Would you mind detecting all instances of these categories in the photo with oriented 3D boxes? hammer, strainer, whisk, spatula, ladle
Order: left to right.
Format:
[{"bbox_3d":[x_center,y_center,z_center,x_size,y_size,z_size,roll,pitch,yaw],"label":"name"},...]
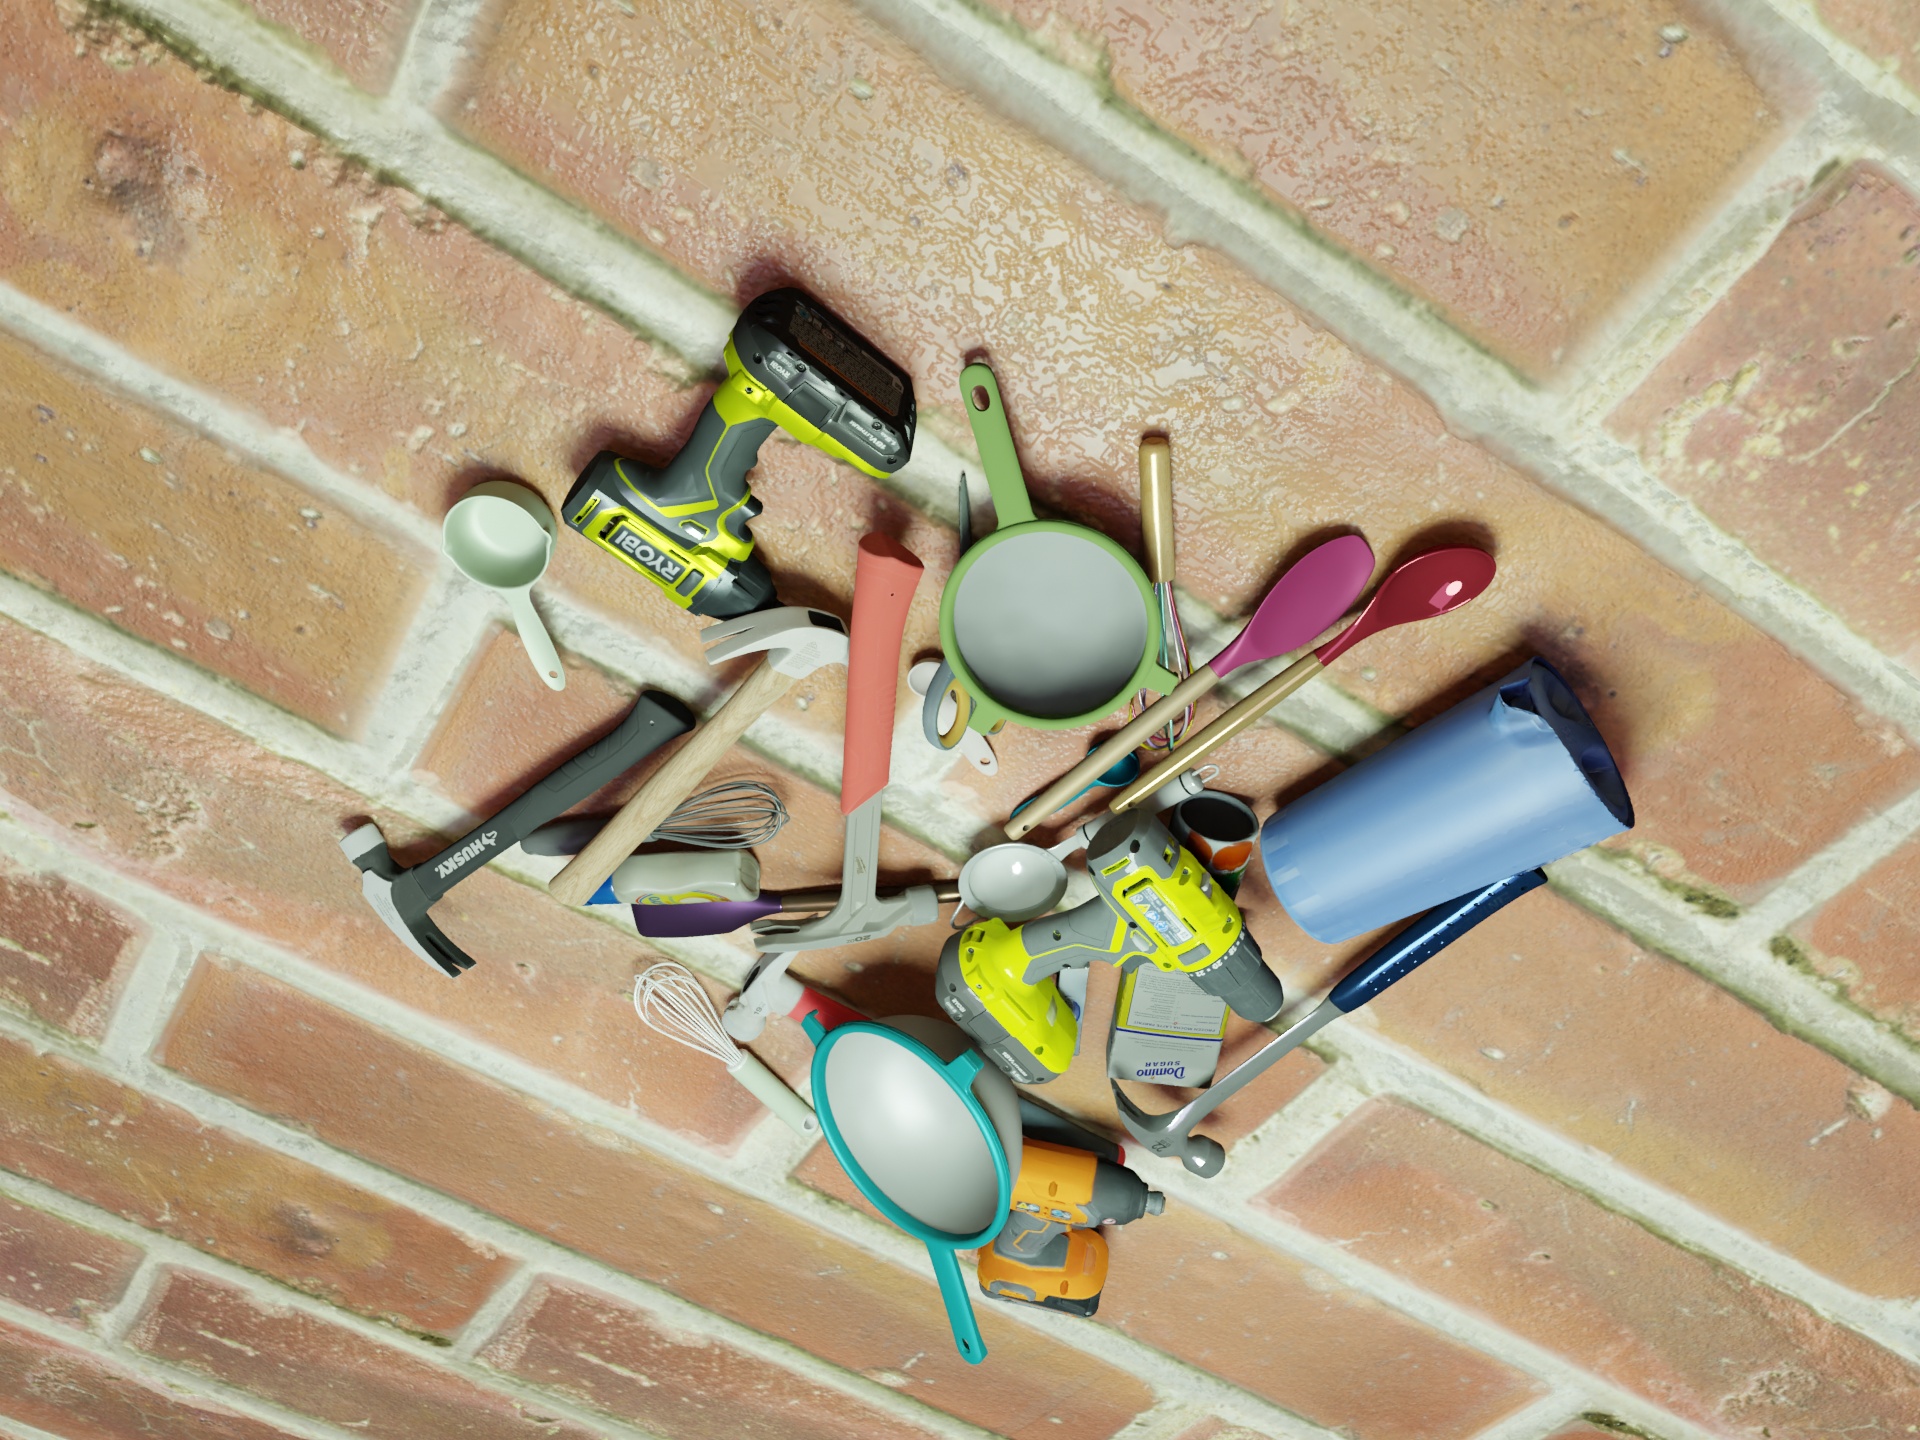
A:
[{"bbox_3d":[-0.340,0.078,1.258,0.335,0.035,0.146,-32,91,20],"label":"hammer"},{"bbox_3d":[-0.247,0.085,1.267,0.239,0.055,0.055,-9,124,17],"label":"whisk"},{"bbox_3d":[-0.203,0.033,1.181,0.130,0.031,0.331,22,124,-44],"label":"hammer"},{"bbox_3d":[-0.205,0.299,1.421,0.059,0.058,0.246,1,138,49],"label":"whisk"},{"bbox_3d":[-0.122,0.148,1.315,0.316,0.018,0.059,-4,112,9],"label":"spatula"},{"bbox_3d":[-0.077,0.027,1.159,0.149,0.037,0.358,-7,129,-17],"label":"hammer"},{"bbox_3d":[-0.009,0.303,1.402,0.386,0.038,0.143,30,122,-15],"label":"hammer"},{"bbox_3d":[-0.004,0.380,1.337,0.211,0.095,0.340,4,116,42],"label":"strainer"},{"bbox_3d":[0.049,-0.122,1.084,0.151,0.069,0.256,-13,108,15],"label":"strainer"},{"bbox_3d":[0.092,0.092,1.225,0.258,0.050,0.086,-31,124,29],"label":"strainer"},{"bbox_3d":[0.137,-0.080,1.110,0.047,0.051,0.244,1,123,13],"label":"whisk"},{"bbox_3d":[0.231,-0.026,1.114,0.315,0.031,0.069,-37,134,17],"label":"ladle"},{"bbox_3d":[0.294,0.234,1.287,0.144,0.035,0.405,33,116,-30],"label":"hammer"}]

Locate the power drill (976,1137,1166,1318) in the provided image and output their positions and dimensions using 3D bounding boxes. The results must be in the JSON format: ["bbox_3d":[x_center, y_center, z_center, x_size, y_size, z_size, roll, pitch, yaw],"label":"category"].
[{"bbox_3d":[0.095,0.460,1.446,0.164,0.084,0.226,10,138,7],"label":"power drill"}]

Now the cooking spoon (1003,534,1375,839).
[{"bbox_3d":[0.156,-0.019,1.109,0.319,0.017,0.068,-39,132,8],"label":"cooking spoon"}]

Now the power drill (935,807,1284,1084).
[{"bbox_3d":[0.113,0.188,1.211,0.228,0.080,0.190,-33,107,30],"label":"power drill"}]

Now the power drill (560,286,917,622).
[{"bbox_3d":[-0.137,-0.162,1.061,0.171,0.080,0.223,35,125,-23],"label":"power drill"}]

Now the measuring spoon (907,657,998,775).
[{"bbox_3d":[-0.002,-0.004,1.199,0.034,0.018,0.124,-19,128,18],"label":"measuring spoon"}]

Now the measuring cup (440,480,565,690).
[{"bbox_3d":[-0.314,-0.097,1.149,0.083,0.038,0.167,-6,127,10],"label":"measuring cup"}]

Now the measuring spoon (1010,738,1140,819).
[{"bbox_3d":[0.086,0.047,1.225,0.042,0.021,0.128,41,129,-21],"label":"measuring spoon"}]
